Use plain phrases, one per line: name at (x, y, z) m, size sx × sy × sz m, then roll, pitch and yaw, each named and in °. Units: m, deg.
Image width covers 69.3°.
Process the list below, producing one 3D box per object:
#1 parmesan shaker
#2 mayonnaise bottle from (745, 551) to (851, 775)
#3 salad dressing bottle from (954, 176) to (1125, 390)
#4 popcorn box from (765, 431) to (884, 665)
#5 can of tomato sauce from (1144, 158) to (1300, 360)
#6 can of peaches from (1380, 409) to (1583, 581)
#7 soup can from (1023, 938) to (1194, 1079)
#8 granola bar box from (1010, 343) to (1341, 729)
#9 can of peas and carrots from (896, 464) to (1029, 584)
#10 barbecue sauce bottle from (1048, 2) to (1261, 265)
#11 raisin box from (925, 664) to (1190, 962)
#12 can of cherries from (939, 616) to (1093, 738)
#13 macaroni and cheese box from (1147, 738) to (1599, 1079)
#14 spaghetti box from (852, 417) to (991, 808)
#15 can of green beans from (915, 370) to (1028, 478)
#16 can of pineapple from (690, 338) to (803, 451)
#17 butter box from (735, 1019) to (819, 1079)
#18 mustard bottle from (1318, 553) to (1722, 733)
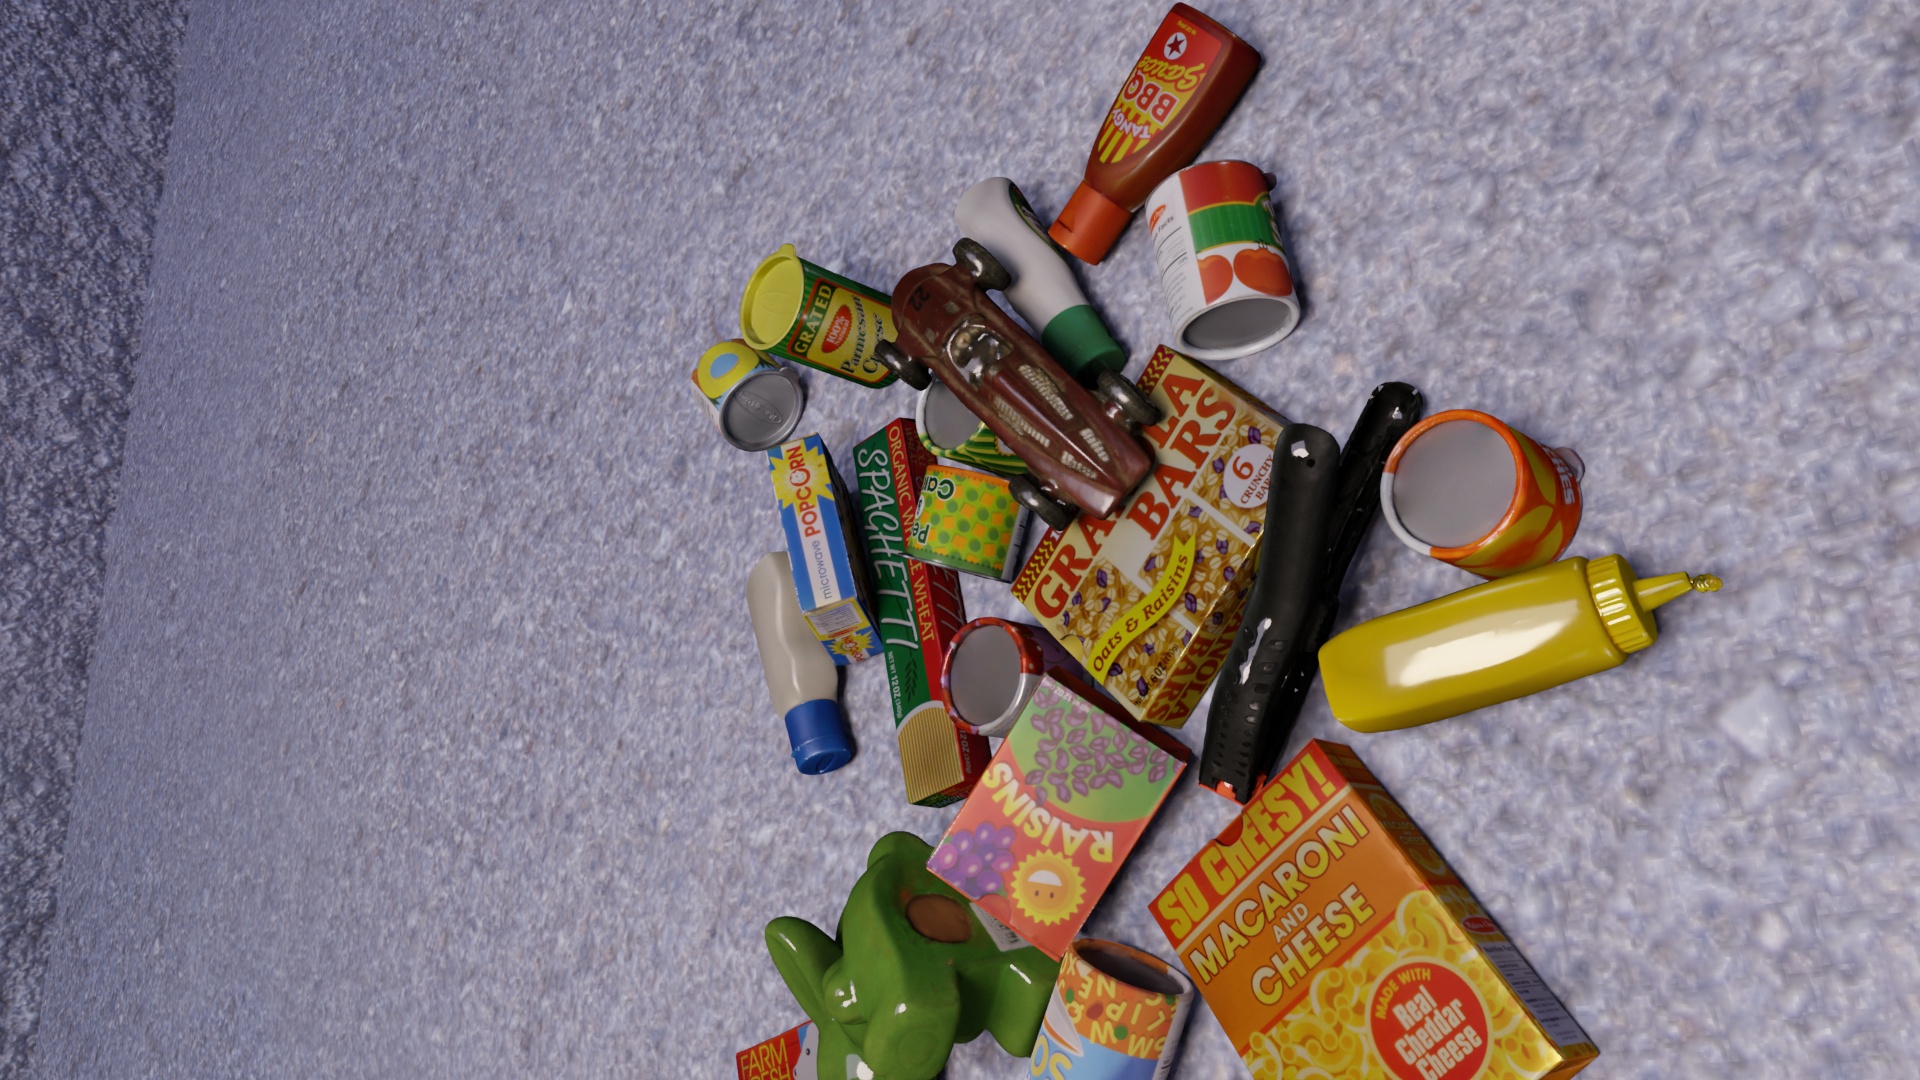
parmesan shaker at (-0.085, -0.148, 0.928) m, size 0.071 × 0.103 × 0.071 m, roll -14°, pitch 69°, yaw 43°
mayonnaise bottle at (-0.108, 0.082, 0.926) m, size 0.064 × 0.041 × 0.148 m, roll -57°, pitch 43°, yaw 47°
salad dressing bottle at (0.048, -0.153, 0.829) m, size 0.044 × 0.064 × 0.148 m, roll -35°, pitch 62°, yaw 10°
popcorn box at (-0.086, 0.007, 0.895) m, size 0.038 × 0.085 × 0.127 m, roll -17°, pitch 61°, yaw 3°
can of tomato sauce at (0.139, -0.146, 0.729) m, size 0.071 × 0.071 × 0.083 m, roll -27°, pitch 61°, yaw 38°
can of peaches at (0.228, -0.021, 0.605) m, size 0.071 × 0.058 × 0.071 m, roll -15°, pitch 68°, yaw 43°
soup can at (0.068, 0.247, 0.681) m, size 0.071 × 0.071 × 0.083 m, roll 19°, pitch 92°, yaw 47°
granola bar box at (0.110, -0.004, 0.734) m, size 0.124 × 0.039 × 0.165 m, roll 45°, pitch 110°, yaw 43°
can of peas and carrots at (0.003, -0.010, 0.822) m, size 0.071 × 0.071 × 0.058 m, roll 12°, pitch 87°, yaw 47°
barbecue sauce bottle at (0.106, -0.230, 0.800) m, size 0.148 × 0.044 × 0.065 m, roll -55°, pitch 47°, yaw 19°
raisin box at (0.051, 0.140, 0.718) m, size 0.086 × 0.040 × 0.123 m, roll 33°, pitch 99°, yaw 9°
can of cherries at (0.029, 0.077, 0.778) m, size 0.071 × 0.058 × 0.071 m, roll -14°, pitch 69°, yaw 42°
macaroni and cheese box at (0.172, 0.190, 0.614) m, size 0.123 × 0.040 × 0.167 m, roll -51°, pitch 48°, yaw 21°
spaghetti box at (-0.026, 0.039, 0.867) m, size 0.050 × 0.029 × 0.251 m, roll -30°, pitch 59°, yaw 35°
can of green beans at (0.016, -0.076, 0.837) m, size 0.071 × 0.058 × 0.071 m, roll -15°, pitch 69°, yaw 42°
can of pineapple at (-0.155, -0.108, 1.016) m, size 0.058 × 0.071 × 0.070 m, roll 45°, pitch 111°, yaw 43°
butter box at (-0.098, 0.330, 0.859) m, size 0.103 × 0.024 × 0.053 m, roll -35°, pitch 57°, yaw 34°
mustard bottle at (0.234, 0.040, 0.582) m, size 0.160 × 0.065 × 0.049 m, roll -24°, pitch 68°, yaw 32°
